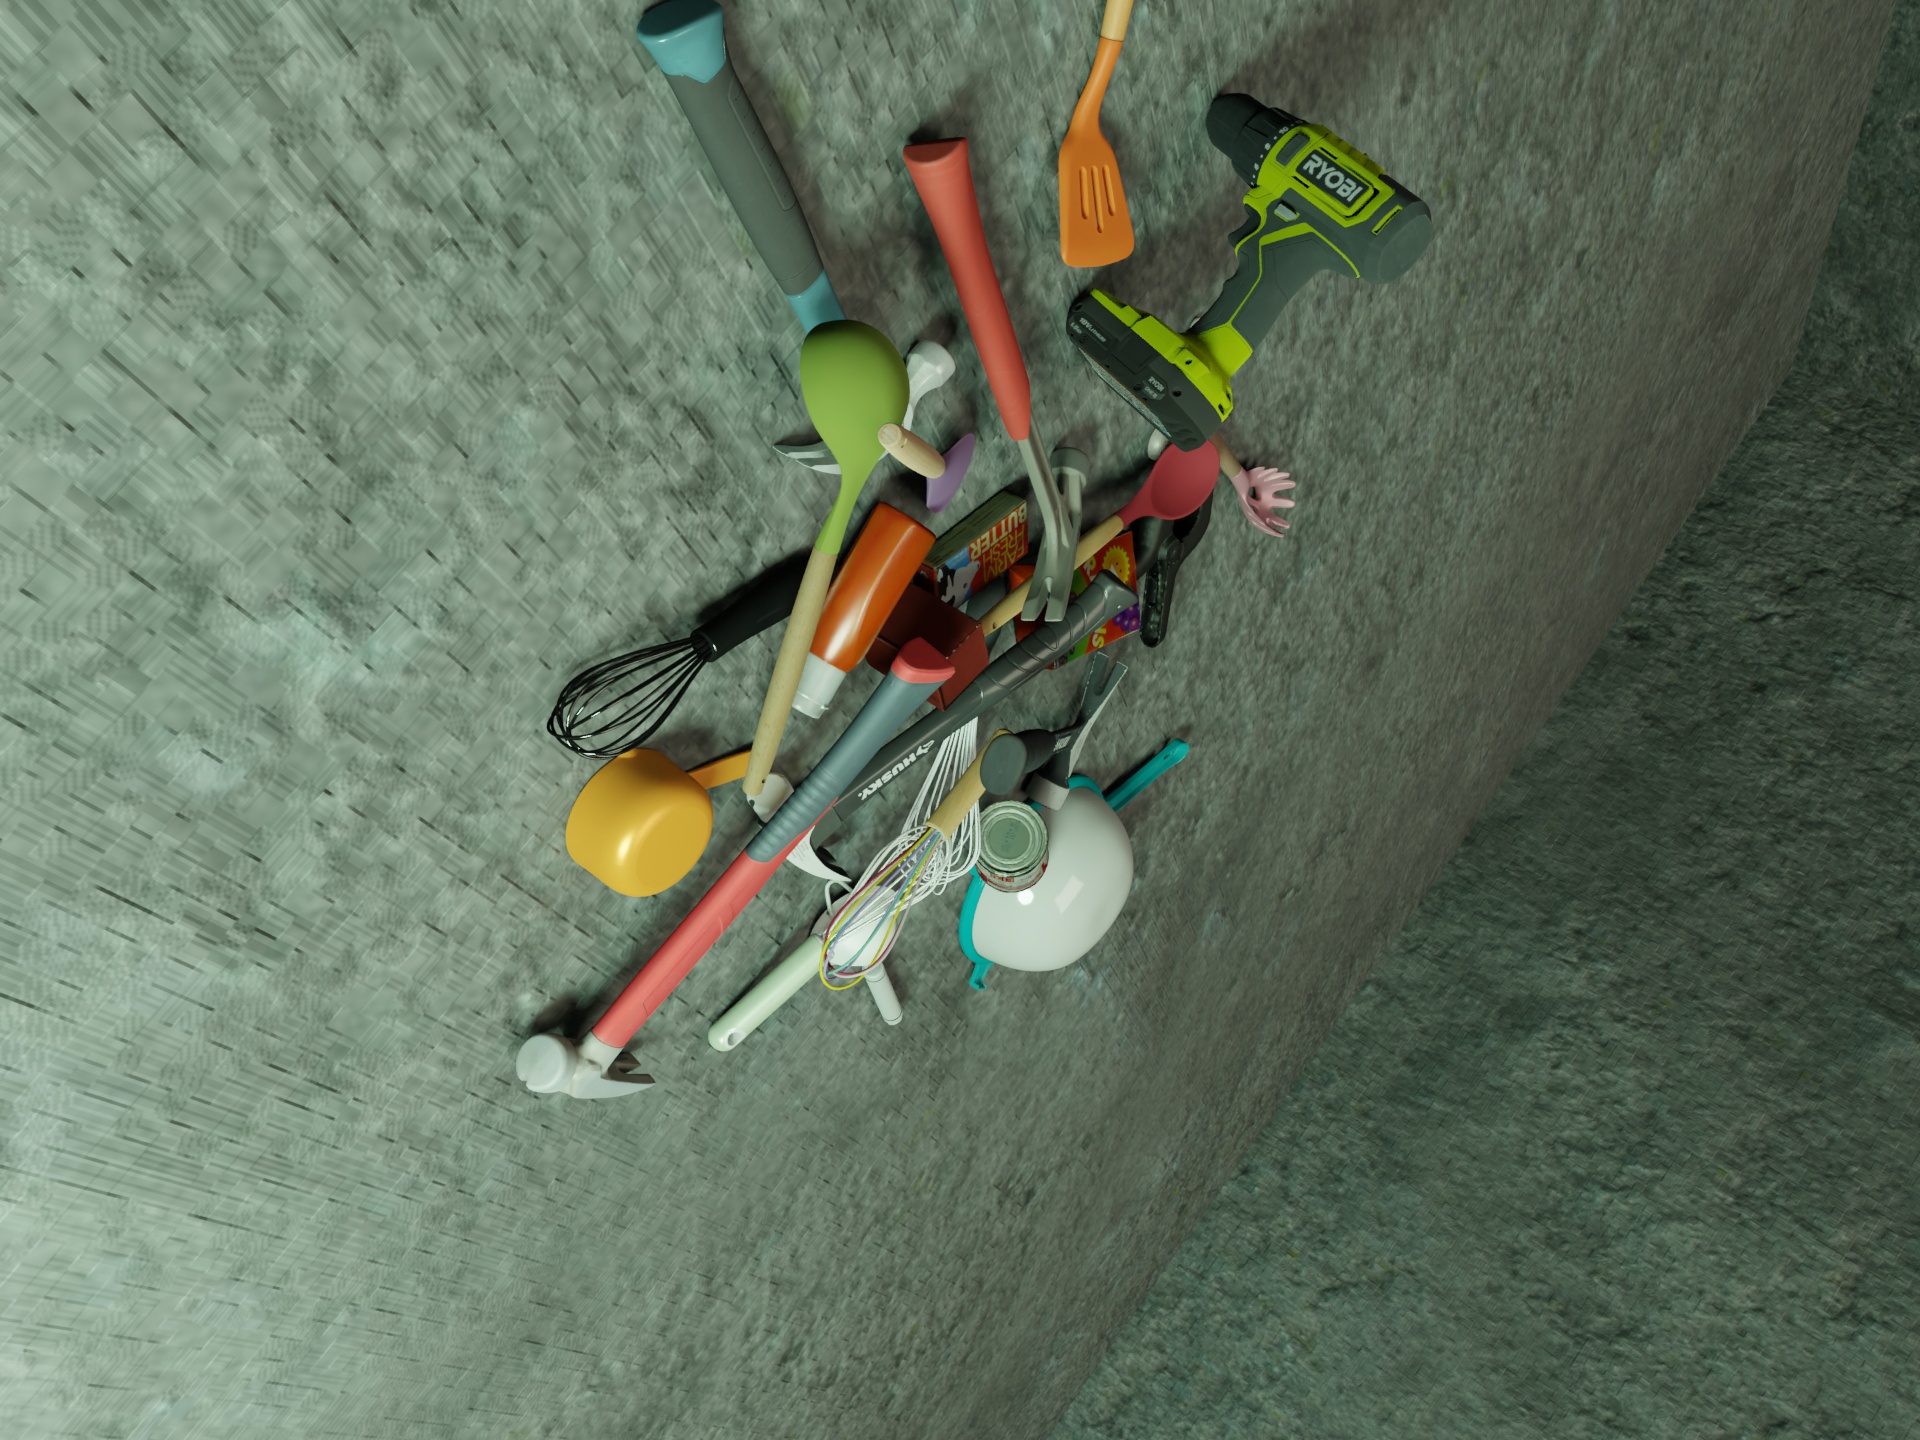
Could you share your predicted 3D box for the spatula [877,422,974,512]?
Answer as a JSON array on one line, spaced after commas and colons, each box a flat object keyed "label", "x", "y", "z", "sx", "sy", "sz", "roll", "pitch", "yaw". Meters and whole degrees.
[{"label": "spatula", "x": -0.018, "y": -0.160, "z": 0.977, "sx": 0.060, "sy": 0.018, "sz": 0.316, "roll": -62, "pitch": 176, "yaw": 7}]

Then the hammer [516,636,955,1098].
[{"label": "hammer", "x": -0.136, "y": 0.104, "z": 1.083, "sx": 0.386, "sy": 0.038, "sz": 0.143, "roll": -49, "pitch": 158, "yaw": 2}]

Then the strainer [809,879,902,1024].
[{"label": "strainer", "x": -0.073, "y": 0.210, "z": 1.357, "sx": 0.087, "sy": 0.050, "sz": 0.258, "roll": -33, "pitch": 149, "yaw": -12}]

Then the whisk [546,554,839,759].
[{"label": "whisk", "x": -0.154, "y": -0.046, "z": 0.968, "sx": 0.239, "sy": 0.055, "sz": 0.055, "roll": -40, "pitch": 147, "yaw": -39}]

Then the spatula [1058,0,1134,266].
[{"label": "spatula", "x": 0.107, "y": -0.448, "z": 0.989, "sx": 0.081, "sy": 0.041, "sz": 0.322, "roll": -24, "pitch": 136, "yaw": -45}]

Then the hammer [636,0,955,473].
[{"label": "hammer", "x": -0.091, "y": -0.255, "z": 0.875, "sx": 0.128, "sy": 0.033, "sz": 0.330, "roll": -52, "pitch": 151, "yaw": -13}]

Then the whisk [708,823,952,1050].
[{"label": "whisk", "x": -0.101, "y": 0.169, "z": 1.242, "sx": 0.246, "sy": 0.059, "sz": 0.057, "roll": -42, "pitch": 134, "yaw": -7}]

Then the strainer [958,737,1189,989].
[{"label": "strainer", "x": 0.144, "y": 0.131, "z": 1.560, "sx": 0.340, "sy": 0.095, "sz": 0.210, "roll": -37, "pitch": 145, "yaw": -31}]

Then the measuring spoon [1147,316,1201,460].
[{"label": "measuring spoon", "x": 0.182, "y": -0.269, "z": 1.306, "sx": 0.034, "sy": 0.018, "sz": 0.124, "roll": -22, "pitch": 134, "yaw": -48}]

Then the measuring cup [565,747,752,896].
[{"label": "measuring cup", "x": -0.171, "y": 0.057, "z": 1.033, "sx": 0.173, "sy": 0.052, "sz": 0.095, "roll": -22, "pitch": 135, "yaw": -45}]

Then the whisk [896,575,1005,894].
[{"label": "whisk", "x": 0.001, "y": 0.015, "z": 1.265, "sx": 0.070, "sy": 0.070, "sz": 0.284, "roll": -21, "pitch": 131, "yaw": -48}]

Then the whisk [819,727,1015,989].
[{"label": "whisk", "x": -0.030, "y": 0.103, "z": 1.209, "sx": 0.245, "sy": 0.047, "sz": 0.051, "roll": -52, "pitch": -167, "yaw": -21}]

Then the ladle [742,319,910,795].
[{"label": "ladle", "x": -0.098, "y": -0.087, "z": 0.956, "sx": 0.078, "sy": 0.062, "sz": 0.320, "roll": -39, "pitch": 155, "yaw": -55}]

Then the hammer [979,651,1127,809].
[{"label": "hammer", "x": 0.070, "y": 0.017, "z": 1.262, "sx": 0.149, "sy": 0.036, "sz": 0.409, "roll": -63, "pitch": 171, "yaw": 7}]

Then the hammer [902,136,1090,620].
[{"label": "hammer", "x": 0.028, "y": -0.223, "z": 1.046, "sx": 0.358, "sy": 0.037, "sz": 0.149, "roll": 64, "pitch": 33, "yaw": -54}]

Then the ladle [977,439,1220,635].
[{"label": "ladle", "x": 0.108, "y": -0.142, "z": 1.244, "sx": 0.315, "sy": 0.031, "sz": 0.069, "roll": -39, "pitch": 131, "yaw": -37}]

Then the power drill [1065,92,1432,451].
[{"label": "power drill", "x": 0.187, "y": -0.323, "z": 1.120, "sx": 0.228, "sy": 0.191, "sz": 0.080, "roll": -45, "pitch": 153, "yaw": 7}]

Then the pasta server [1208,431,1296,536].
[{"label": "pasta server", "x": 0.242, "y": -0.229, "z": 1.403, "sx": 0.316, "sy": 0.040, "sz": 0.060, "roll": 24, "pitch": 79, "yaw": -64}]

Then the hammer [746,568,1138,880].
[{"label": "hammer", "x": -0.002, "y": -0.004, "z": 1.188, "sx": 0.335, "sy": 0.035, "sz": 0.146, "roll": -37, "pitch": 149, "yaw": -10}]
